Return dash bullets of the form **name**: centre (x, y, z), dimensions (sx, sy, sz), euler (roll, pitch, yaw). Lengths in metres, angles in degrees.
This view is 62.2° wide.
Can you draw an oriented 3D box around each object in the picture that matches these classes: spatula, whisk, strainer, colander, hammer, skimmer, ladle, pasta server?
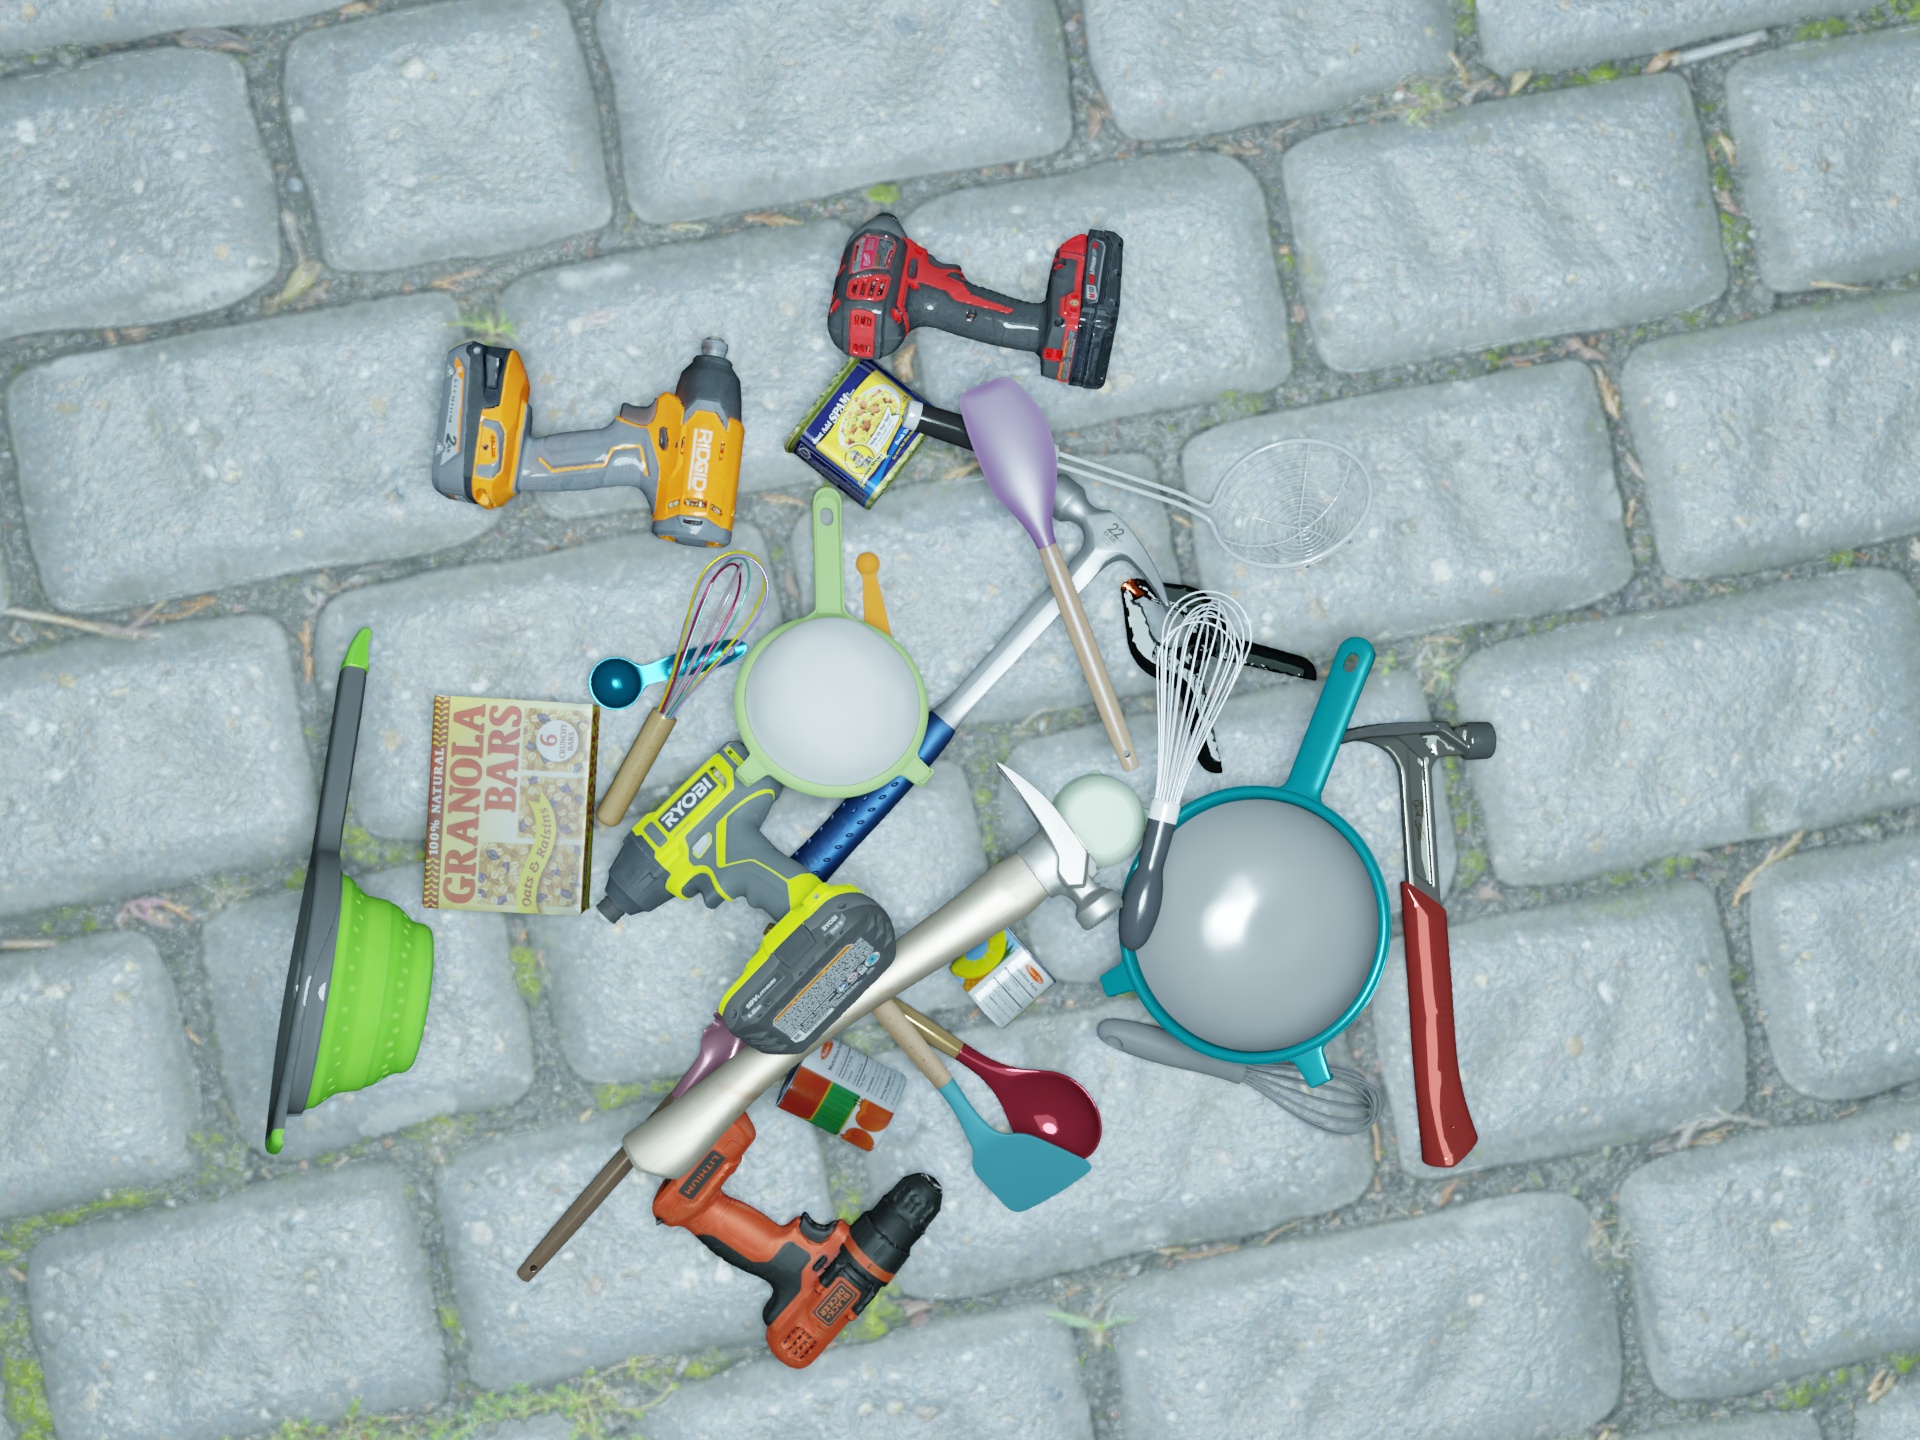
- **spatula**: centre (0.078, -0.110, 1.213), dimensions (0.060, 0.018, 0.316), euler (-20, 93, 4)
- **whisk**: centre (0.225, 0.282, 1.281), dimensions (0.239, 0.055, 0.055), euler (17, 88, 2)
- **spatula**: centre (-0.027, 0.261, 1.250), dimensions (0.082, 0.044, 0.317), euler (-38, 92, 22)
- **strainer**: centre (0.261, 0.103, 1.246), dimensions (0.211, 0.095, 0.340), euler (20, 86, 29)
- **whisk**: centre (0.166, 0.039, 1.226), dimensions (0.070, 0.070, 0.284), euler (14, 89, -3)
- **colander**: centre (-0.443, 0.124, 1.200), dimensions (0.094, 0.204, 0.397), euler (10, 70, -24)
- **whisk**: centre (-0.224, -0.026, 1.244), dimensions (0.051, 0.047, 0.245), euler (36, 100, 31)
- **hammer**: centre (-0.002, -0.004, 1.261), dimensions (0.144, 0.035, 0.405), euler (42, 90, 17)
- **hammer**: centre (-0.083, 0.199, 1.205), dimensions (0.410, 0.038, 0.146), euler (-35, 79, -5)
- **strainer**: centre (-0.096, -0.071, 1.218), dimensions (0.151, 0.069, 0.256), euler (1, 71, -13)
- **skimmer**: centre (0.138, -0.205, 1.237), dimensions (0.363, 0.090, 0.127), euler (15, 60, -12)
- **ladle**: centre (-0.024, 0.252, 1.273), dimensions (0.315, 0.031, 0.069), euler (33, 98, 0)
- **pasta server**: centre (-0.240, 0.321, 1.253), dimensions (0.060, 0.040, 0.316), euler (42, 88, -13)
- **hammer**: centre (0.370, 0.180, 1.294), dimensions (0.149, 0.037, 0.359), euler (-3, 89, -4)

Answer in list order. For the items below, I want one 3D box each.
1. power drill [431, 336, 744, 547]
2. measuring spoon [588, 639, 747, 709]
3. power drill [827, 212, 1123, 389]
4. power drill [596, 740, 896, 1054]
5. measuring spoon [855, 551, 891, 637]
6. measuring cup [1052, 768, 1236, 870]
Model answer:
- **power drill**: centre (-0.282, -0.230, 1.239), dimensions (0.226, 0.084, 0.164), euler (8, 88, -8)
- **measuring spoon**: centre (-0.234, -0.042, 1.272), dimensions (0.128, 0.021, 0.042), euler (-17, 98, -13)
- **power drill**: centre (0.012, -0.337, 1.244), dimensions (0.219, 0.078, 0.143), euler (7, 53, -1)
- **power drill**: centre (-0.167, 0.138, 1.194), dimensions (0.171, 0.080, 0.223), euler (-45, 54, -5)
- **measuring spoon**: centre (-0.068, -0.079, 1.282), dimensions (0.021, 0.011, 0.117), euler (-8, 90, -4)
- **measuring cup**: centre (0.156, 0.082, 1.279), dimensions (0.167, 0.038, 0.083), euler (1, 89, -2)
